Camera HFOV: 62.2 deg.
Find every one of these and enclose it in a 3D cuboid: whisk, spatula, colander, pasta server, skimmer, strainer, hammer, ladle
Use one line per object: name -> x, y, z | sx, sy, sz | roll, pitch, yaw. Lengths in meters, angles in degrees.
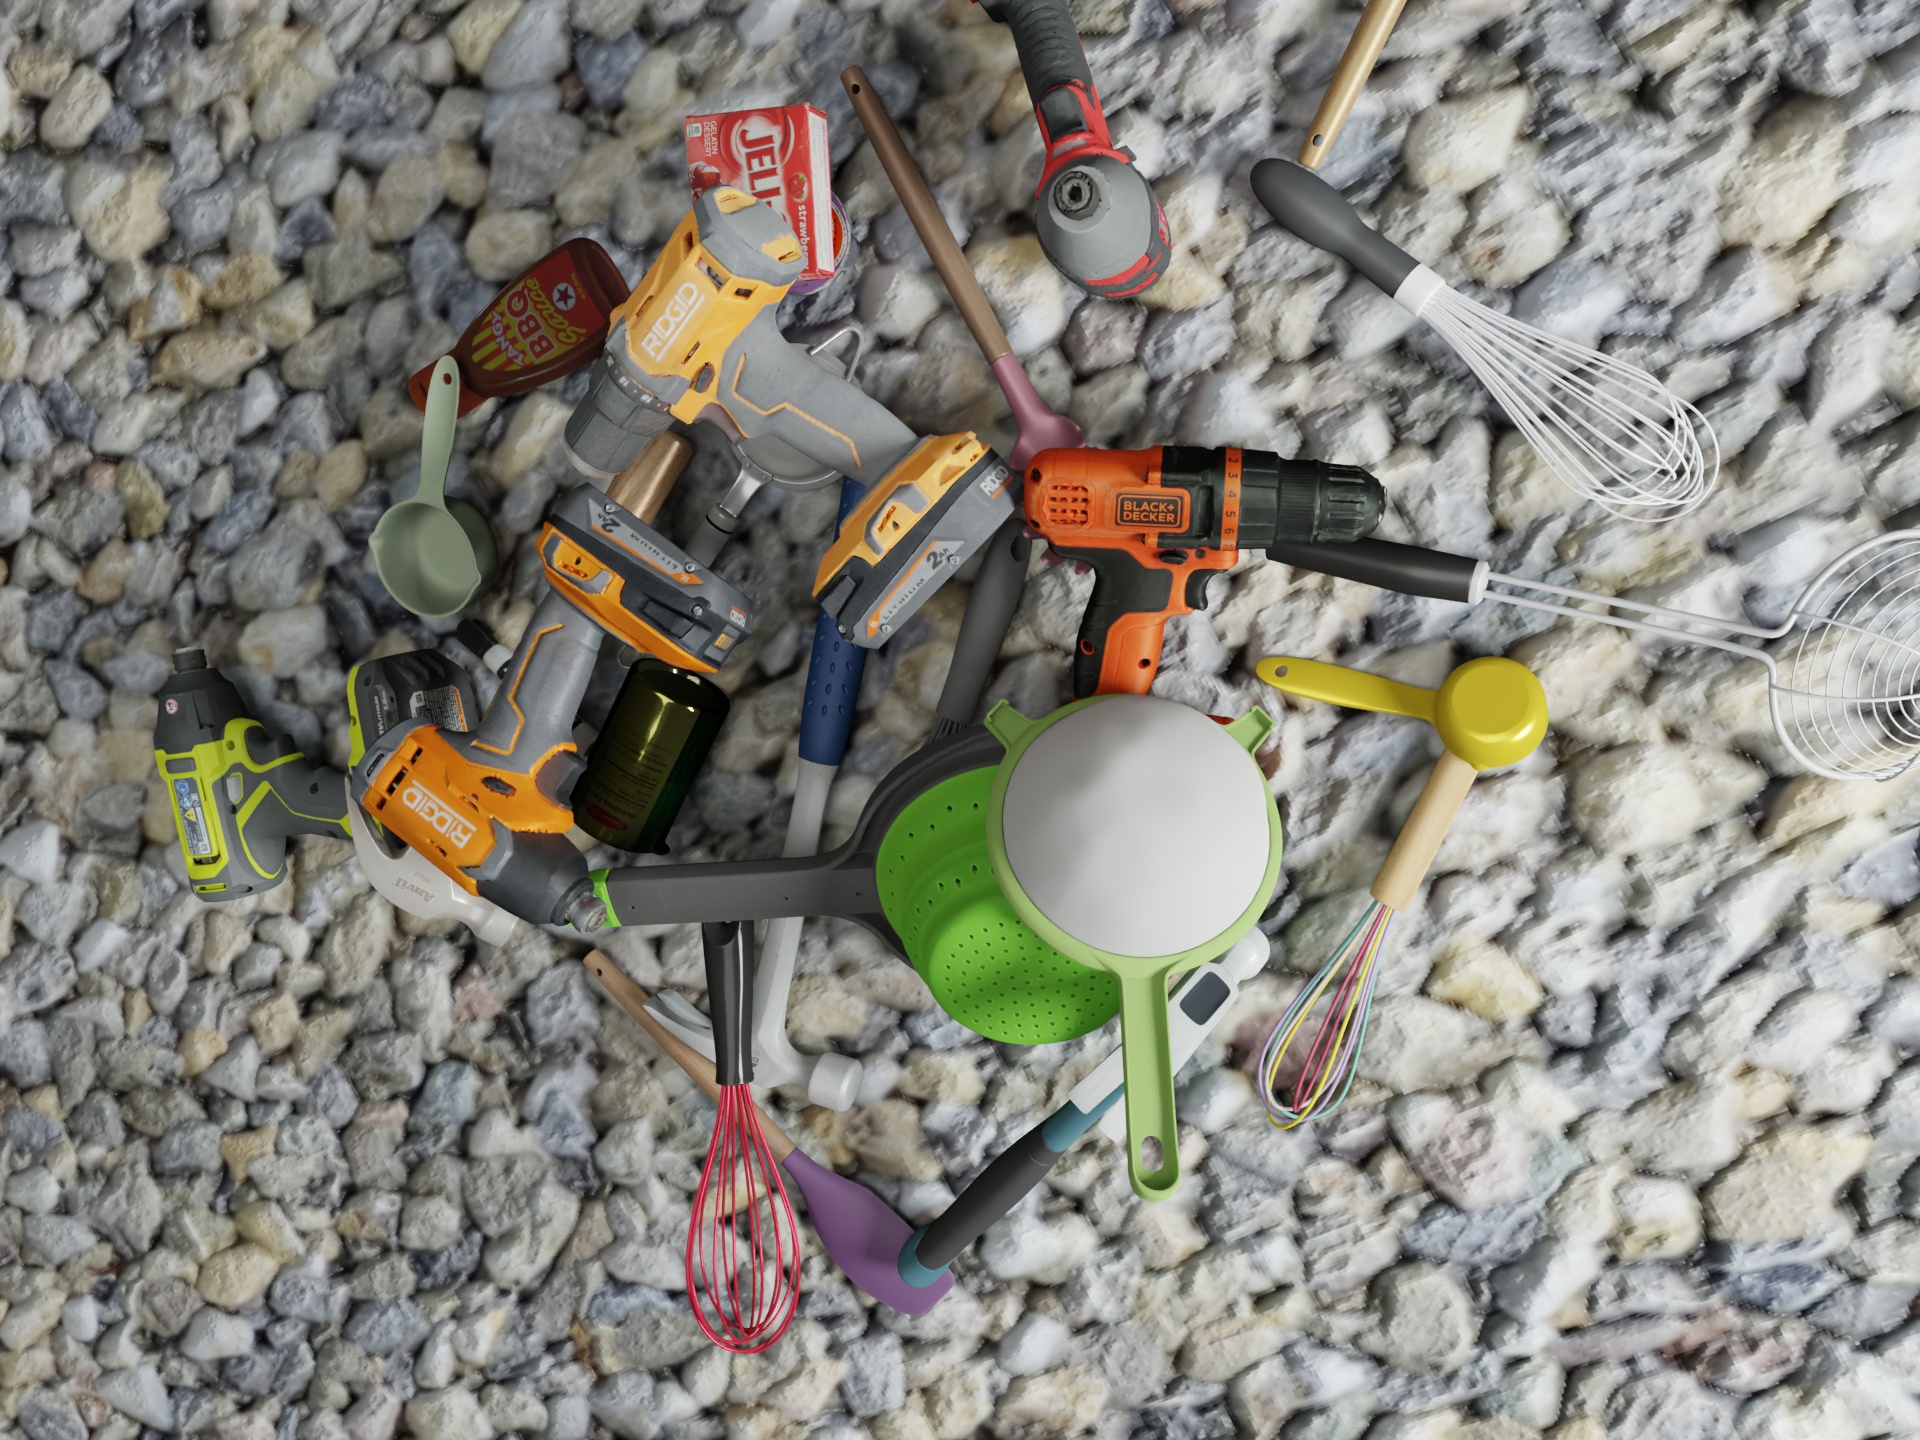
whisk -> 0.228, 0.121, 0.877 | 0.051, 0.047, 0.245 | 27, 103, 13
spatula -> -0.130, 0.263, 1.024 | 0.316, 0.018, 0.059 | 44, 109, 5
colander -> -0.042, 0.113, 0.872 | 0.397, 0.095, 0.204 | -4, 127, 8
whisk -> 0.000, -0.003, 0.927 | 0.055, 0.055, 0.239 | 20, 100, 13
pasta server -> 0.008, -0.227, 0.890 | 0.060, 0.040, 0.316 | -28, 89, 19
skimmer -> 0.334, -0.061, 0.821 | 0.363, 0.090, 0.127 | 16, 110, 25
strainer -> -0.137, -0.126, 0.952 | 0.087, 0.050, 0.258 | 36, 111, -6
hammer -> -0.094, 0.033, 0.965 | 0.144, 0.035, 0.405 | 16, 103, 14
whisk -> -0.135, 0.238, 0.966 | 0.073, 0.073, 0.296 | -2, 92, 18
strainer -> 0.090, 0.092, 0.755 | 0.151, 0.069, 0.257 | 2, 65, -4
ladle -> 0.248, -0.428, 0.786 | 0.078, 0.062, 0.320 | 29, 113, 9
hammer -> 0.050, 0.235, 0.890 | 0.033, 0.128, 0.331 | 43, 131, 9
hammer -> -0.259, -0.032, 0.964 | 0.130, 0.031, 0.331 | 29, 92, -17
whisk -> 0.259, -0.199, 0.810 | 0.285, 0.070, 0.070 | 41, 108, 13

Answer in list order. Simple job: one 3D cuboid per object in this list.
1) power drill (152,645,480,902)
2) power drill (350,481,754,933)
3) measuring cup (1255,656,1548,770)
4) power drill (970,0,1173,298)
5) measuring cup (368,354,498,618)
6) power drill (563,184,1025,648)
power drill -> -0.430, 0.026, 1.049 | 0.223, 0.080, 0.171 | -7, 98, 21
power drill -> -0.217, 0.000, 0.896 | 0.164, 0.084, 0.226 | 36, 89, 12
measuring cup -> 0.233, -0.017, 0.851 | 0.156, 0.029, 0.062 | 13, 75, 20
power drill -> 0.046, -0.328, 0.807 | 0.078, 0.143, 0.219 | -19, 91, 17
measuring cup -> -0.320, -0.147, 0.994 | 0.083, 0.038, 0.167 | 19, 112, 12
power drill -> -0.100, -0.144, 0.858 | 0.226, 0.084, 0.185 | 44, 123, -5
